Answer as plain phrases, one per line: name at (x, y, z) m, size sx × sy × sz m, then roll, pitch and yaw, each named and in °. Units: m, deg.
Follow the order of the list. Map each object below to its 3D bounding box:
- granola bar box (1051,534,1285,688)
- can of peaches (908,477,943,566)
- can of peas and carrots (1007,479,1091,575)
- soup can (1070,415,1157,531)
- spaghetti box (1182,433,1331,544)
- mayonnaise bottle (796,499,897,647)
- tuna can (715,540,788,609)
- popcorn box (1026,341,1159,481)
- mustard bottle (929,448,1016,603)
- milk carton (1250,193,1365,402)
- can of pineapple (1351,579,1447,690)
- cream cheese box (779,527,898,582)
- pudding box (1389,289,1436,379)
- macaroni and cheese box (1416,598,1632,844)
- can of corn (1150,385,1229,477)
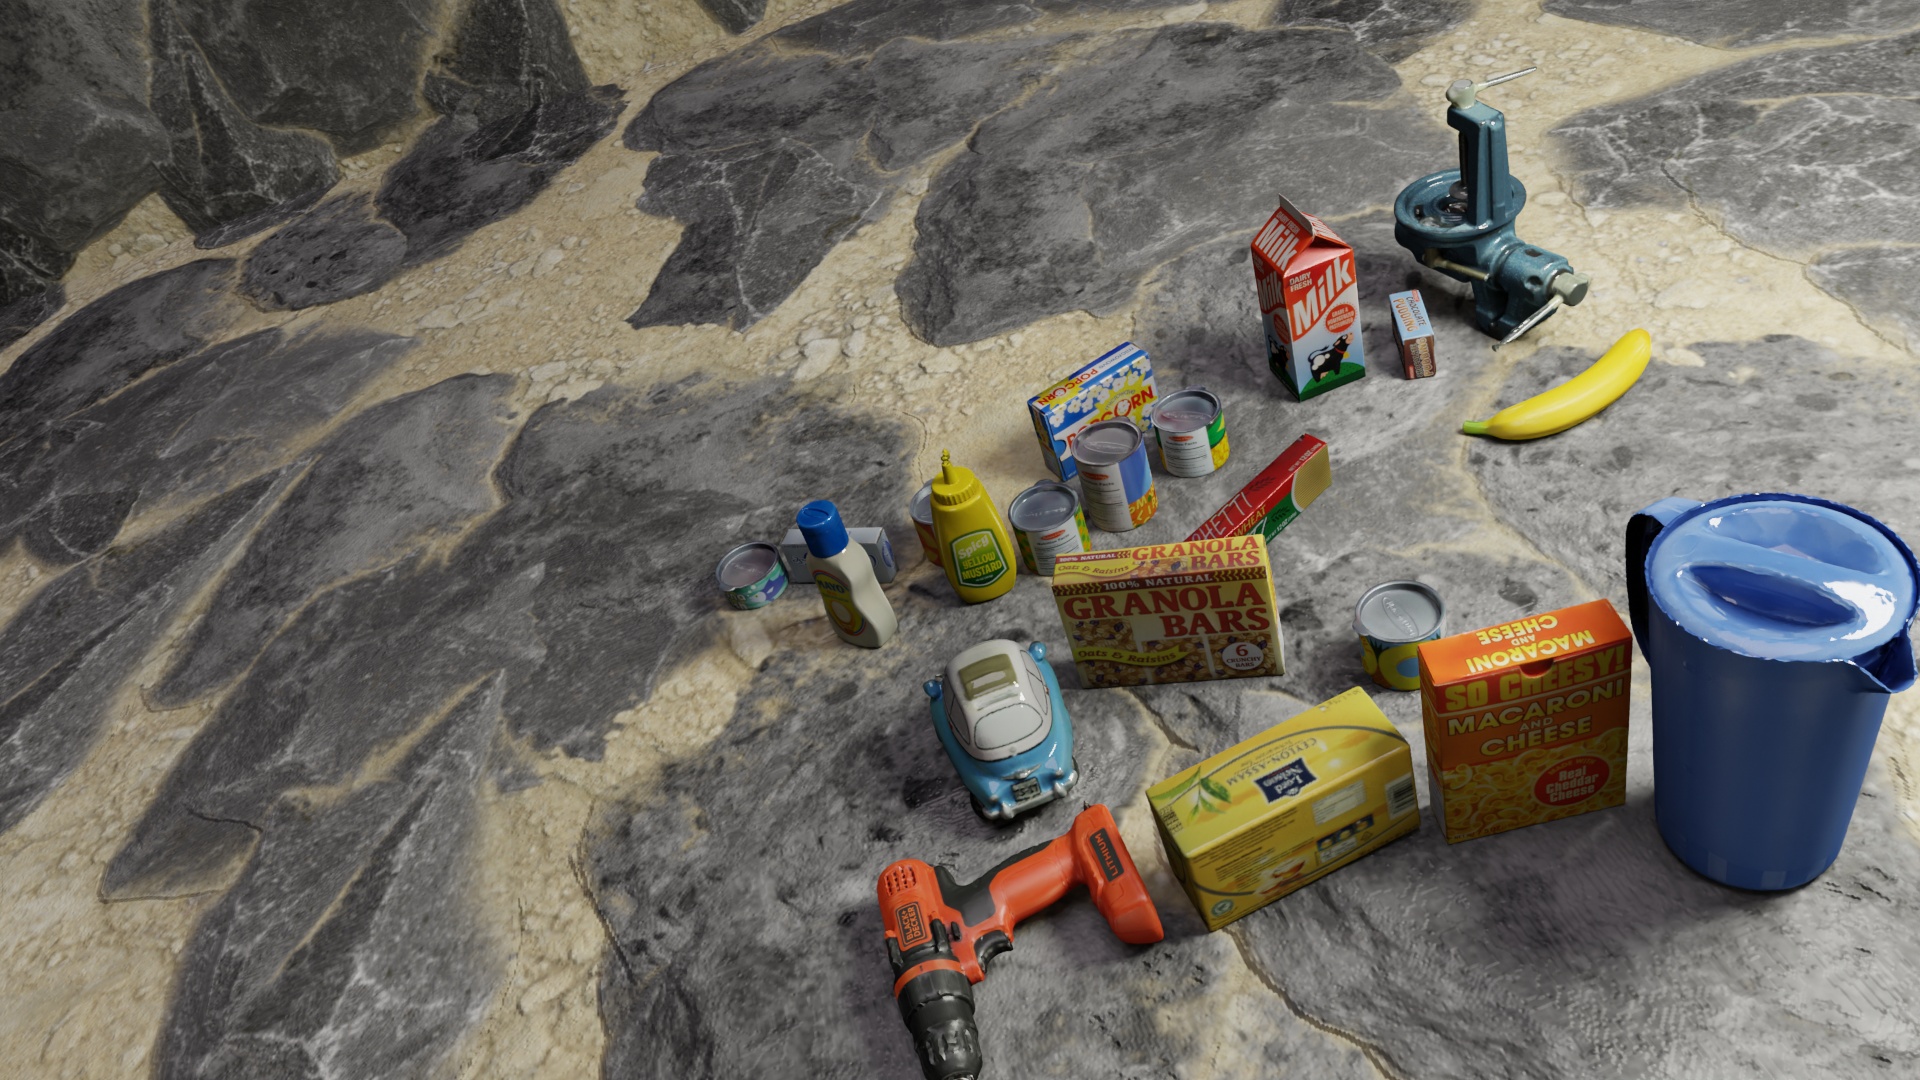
granola bar box at (0.167, 0.058, 1.104) m, size 0.165 × 0.123 × 0.039 m, roll -6°, pitch 41°, yaw 17°
can of peaches at (-0.010, -0.018, 1.319) m, size 0.071 × 0.057 × 0.071 m, roll -12°, pitch 40°, yaw 10°
can of peas and carrots at (0.082, -0.012, 1.272) m, size 0.071 × 0.058 × 0.071 m, roll -12°, pitch 40°, yaw 10°
soup can at (0.144, -0.061, 1.284) m, size 0.071 × 0.083 × 0.072 m, roll -12°, pitch 40°, yaw 10°
spaghetti box at (0.234, -0.001, 1.203) m, size 0.251 × 0.050 × 0.029 m, roll -40°, pitch 43°, yaw -23°
mayonnaise bottle at (-0.105, 0.030, 1.231) m, size 0.065 × 0.147 × 0.041 m, roll 13°, pitch 49°, yaw 34°
tuna can at (-0.205, 0.036, 1.357) m, size 0.071 × 0.032 × 0.071 m, roll -12°, pitch 40°, yaw 10°
popcorn box at (0.134, -0.127, 1.363) m, size 0.127 × 0.084 × 0.038 m, roll -32°, pitch 40°, yaw -14°
mustard bottle at (0.004, -0.015, 1.229) m, size 0.065 × 0.159 × 0.049 m, roll -20°, pitch 39°, yaw 0°
milk carton at (0.330, -0.235, 1.323) m, size 0.073 × 0.189 × 0.072 m, roll -22°, pitch 39°, yaw -2°
can of pineapple at (0.338, 0.073, 1.067) m, size 0.071 × 0.057 × 0.071 m, roll -12°, pitch 40°, yaw 10°
cream cheese box at (-0.115, 0.014, 1.328) m, size 0.104 × 0.053 × 0.024 m, roll -1°, pitch 43°, yaw 22°
pudding box at (0.439, -0.201, 1.349) m, size 0.030 × 0.049 × 0.084 m, roll -9°, pitch 40°, yaw 13°
macaroni and cheese box at (0.371, 0.123, 0.911) m, size 0.124 × 0.165 × 0.040 m, roll -15°, pitch 39°, yaw 6°
can of corn at (0.220, -0.104, 1.321) m, size 0.071 × 0.058 × 0.071 m, roll -12°, pitch 40°, yaw 10°
